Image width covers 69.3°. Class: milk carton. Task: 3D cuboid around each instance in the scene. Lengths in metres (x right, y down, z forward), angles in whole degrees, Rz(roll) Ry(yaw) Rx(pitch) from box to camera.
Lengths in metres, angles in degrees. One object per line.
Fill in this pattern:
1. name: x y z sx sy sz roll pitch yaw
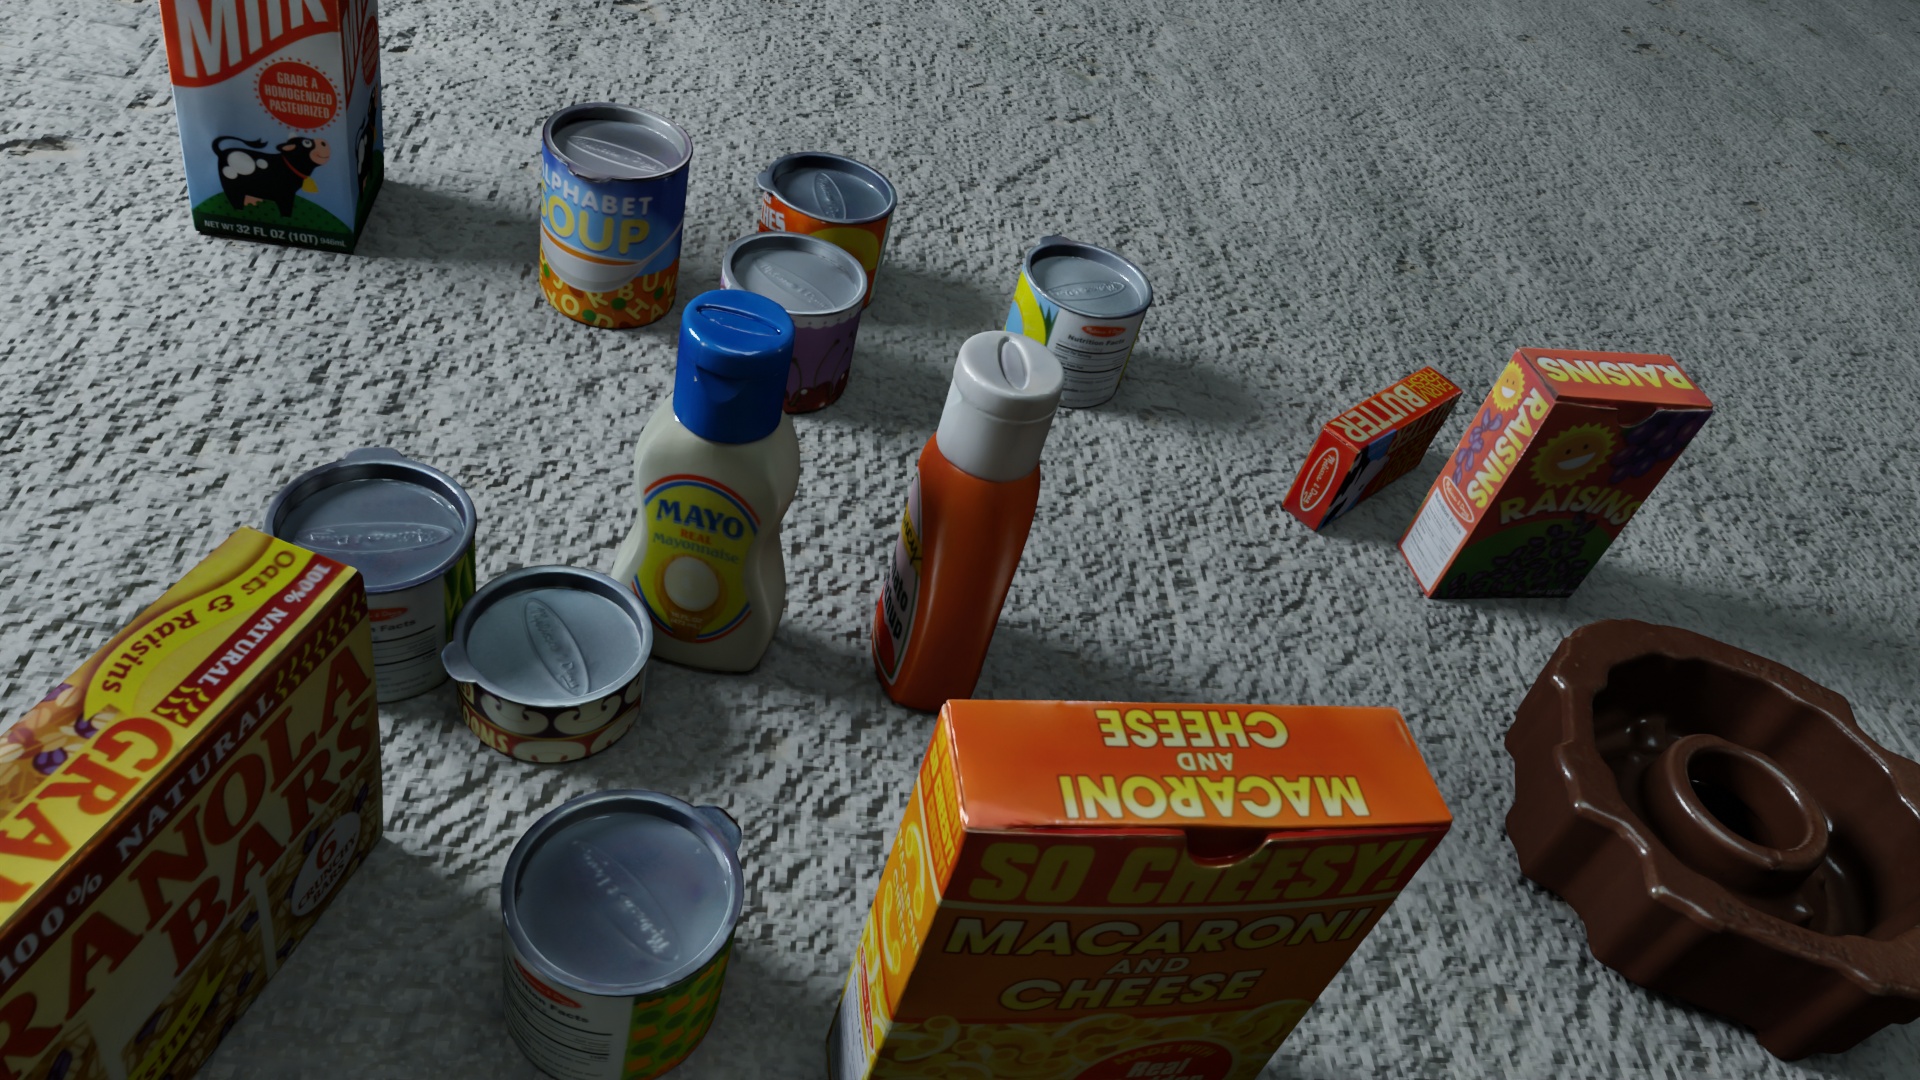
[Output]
1. milk carton: -0.300 -0.229 0.609 0.072 0.189 0.074 6 43 -13

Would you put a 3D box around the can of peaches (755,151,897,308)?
1. can of peaches: -0.072 -0.156 0.706 0.071 0.057 0.071 10 42 -9

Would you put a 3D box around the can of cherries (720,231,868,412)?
1. can of cherries: -0.082 -0.100 0.644 0.071 0.058 0.072 10 42 -9

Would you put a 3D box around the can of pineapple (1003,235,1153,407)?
1. can of pineapple: 0.057 -0.110 0.701 0.071 0.057 0.071 10 42 -9

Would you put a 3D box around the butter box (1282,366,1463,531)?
1. butter box: 0.204 -0.047 0.687 0.104 0.052 0.024 -27 58 -38

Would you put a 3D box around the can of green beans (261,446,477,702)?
1. can of green beans: -0.202 0.014 0.482 0.071 0.057 0.071 10 42 -9

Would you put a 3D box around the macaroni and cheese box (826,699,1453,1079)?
1. macaroni and cheese box: 0.039 0.111 0.378 0.124 0.165 0.040 3 44 -16

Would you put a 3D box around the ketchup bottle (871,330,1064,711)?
1. ketchup bottle: 0.002 -0.006 0.504 0.043 0.148 0.065 5 43 -14

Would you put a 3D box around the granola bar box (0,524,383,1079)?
1. granola bar box: -0.210 0.094 0.344 0.039 0.123 0.166 21 42 4

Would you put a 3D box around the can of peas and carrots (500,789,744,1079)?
1. can of peas and carrots: -0.098 0.115 0.408 0.071 0.058 0.071 10 42 -9

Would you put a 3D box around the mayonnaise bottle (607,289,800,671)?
1. mayonnaise bottle: -0.087 -0.017 0.487 0.065 0.147 0.041 16 42 -2

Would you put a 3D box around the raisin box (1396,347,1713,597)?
1. raisin box: 0.268 -0.028 0.636 0.086 0.122 0.040 1 44 -18

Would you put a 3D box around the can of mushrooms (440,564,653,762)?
1. can of mushrooms: -0.145 0.043 0.488 0.071 0.033 0.071 10 42 -9

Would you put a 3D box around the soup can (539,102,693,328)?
1. soup can: -0.164 -0.150 0.650 0.071 0.083 0.072 10 42 -9
